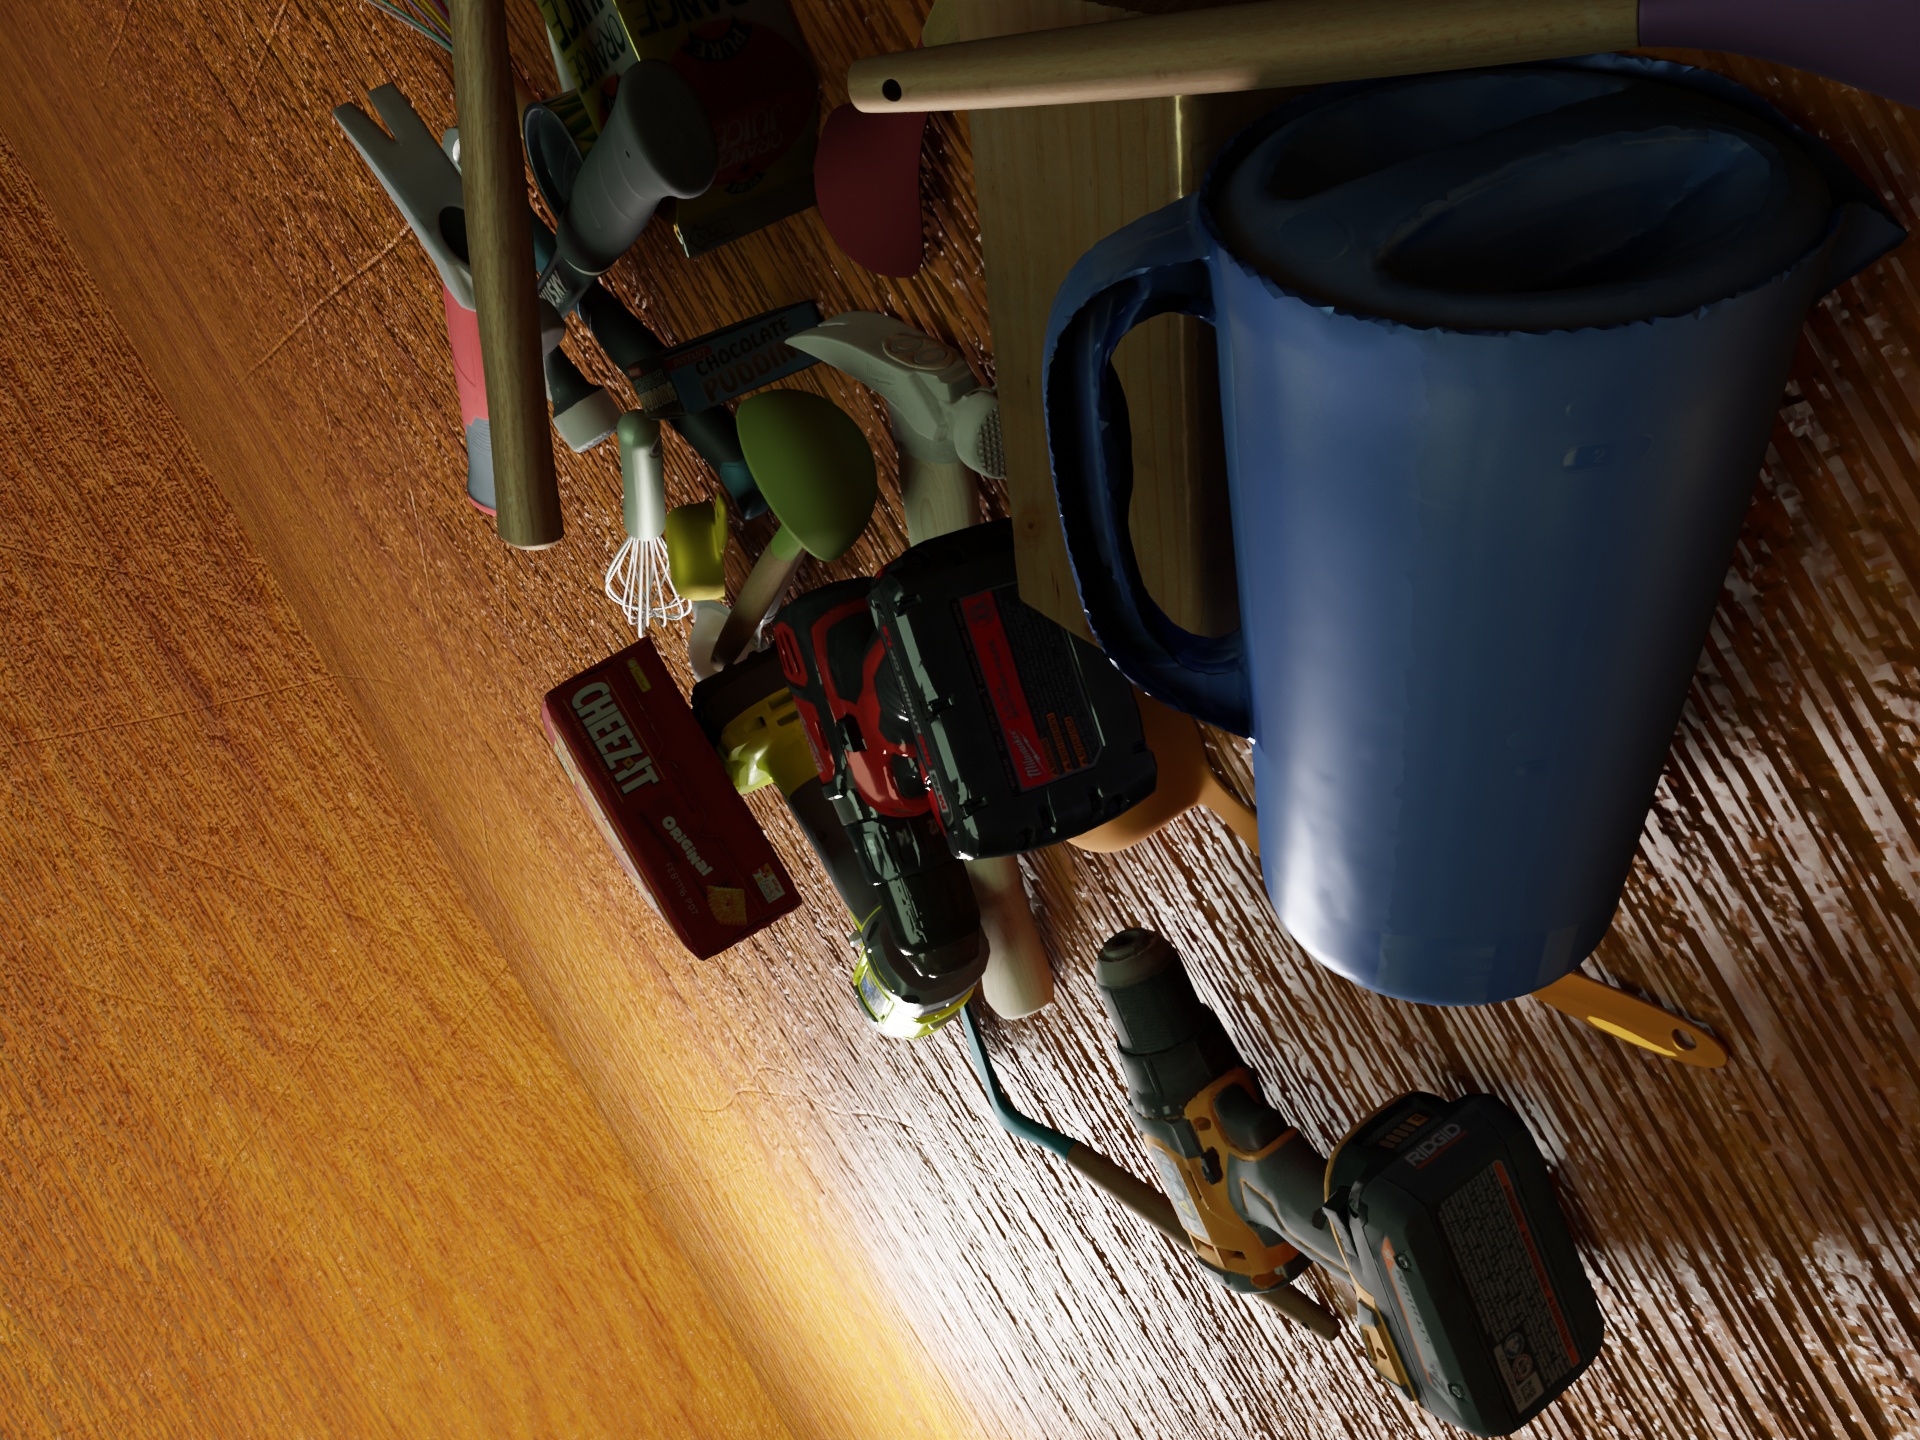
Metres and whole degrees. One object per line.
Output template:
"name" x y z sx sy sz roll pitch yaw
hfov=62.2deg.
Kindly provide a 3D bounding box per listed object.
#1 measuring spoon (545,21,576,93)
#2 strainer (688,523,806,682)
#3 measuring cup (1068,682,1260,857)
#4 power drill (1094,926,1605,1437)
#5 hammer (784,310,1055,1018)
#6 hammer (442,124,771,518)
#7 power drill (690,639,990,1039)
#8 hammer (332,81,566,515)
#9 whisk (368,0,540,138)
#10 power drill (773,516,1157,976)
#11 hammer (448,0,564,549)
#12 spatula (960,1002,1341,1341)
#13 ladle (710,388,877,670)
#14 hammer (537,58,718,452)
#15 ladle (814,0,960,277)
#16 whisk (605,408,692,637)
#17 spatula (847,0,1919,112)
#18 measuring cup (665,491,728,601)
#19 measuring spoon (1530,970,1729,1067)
"measuring spoon" -0.191 -0.314 0.825 0.034 0.018 0.124 16 125 55
"strainer" -0.122 -0.063 0.943 0.087 0.050 0.258 43 150 2
"measuring cup" 0.084 0.038 0.666 0.174 0.052 0.095 44 151 32
"power drill" 0.147 0.185 0.690 0.226 0.084 0.185 3 119 65
"hammer" -0.001 -0.003 0.795 0.146 0.038 0.410 36 147 41
"hammer" -0.203 -0.230 0.911 0.331 0.033 0.128 48 153 21
"power drill" -0.069 0.080 0.924 0.229 0.080 0.190 59 163 13
"hammer" -0.282 -0.203 0.905 0.143 0.038 0.386 56 163 -1
"whisk" -0.288 -0.386 0.884 0.245 0.051 0.047 48 147 14
"power drill" -0.007 0.019 0.665 0.227 0.080 0.188 -17 91 69
"hammer" -0.189 -0.230 0.636 0.130 0.031 0.331 40 136 51
"spatula" 0.093 0.257 0.927 0.318 0.044 0.082 26 139 41
"ladle" -0.104 -0.073 0.795 0.078 0.062 0.320 65 157 7
"hammer" -0.176 -0.216 0.725 0.149 0.036 0.409 57 163 -14
"ladle" 0.004 -0.245 0.536 0.069 0.031 0.315 56 153 3
"whisk" -0.192 -0.116 0.965 0.059 0.058 0.246 16 157 -3
"spatula" 0.112 -0.146 0.325 0.316 0.018 0.059 6 128 29
"measuring cup" -0.145 -0.101 0.872 0.156 0.029 0.062 158 103 -78
"measuring spoon" 0.210 0.090 0.552 0.117 0.011 0.021 24 137 45
